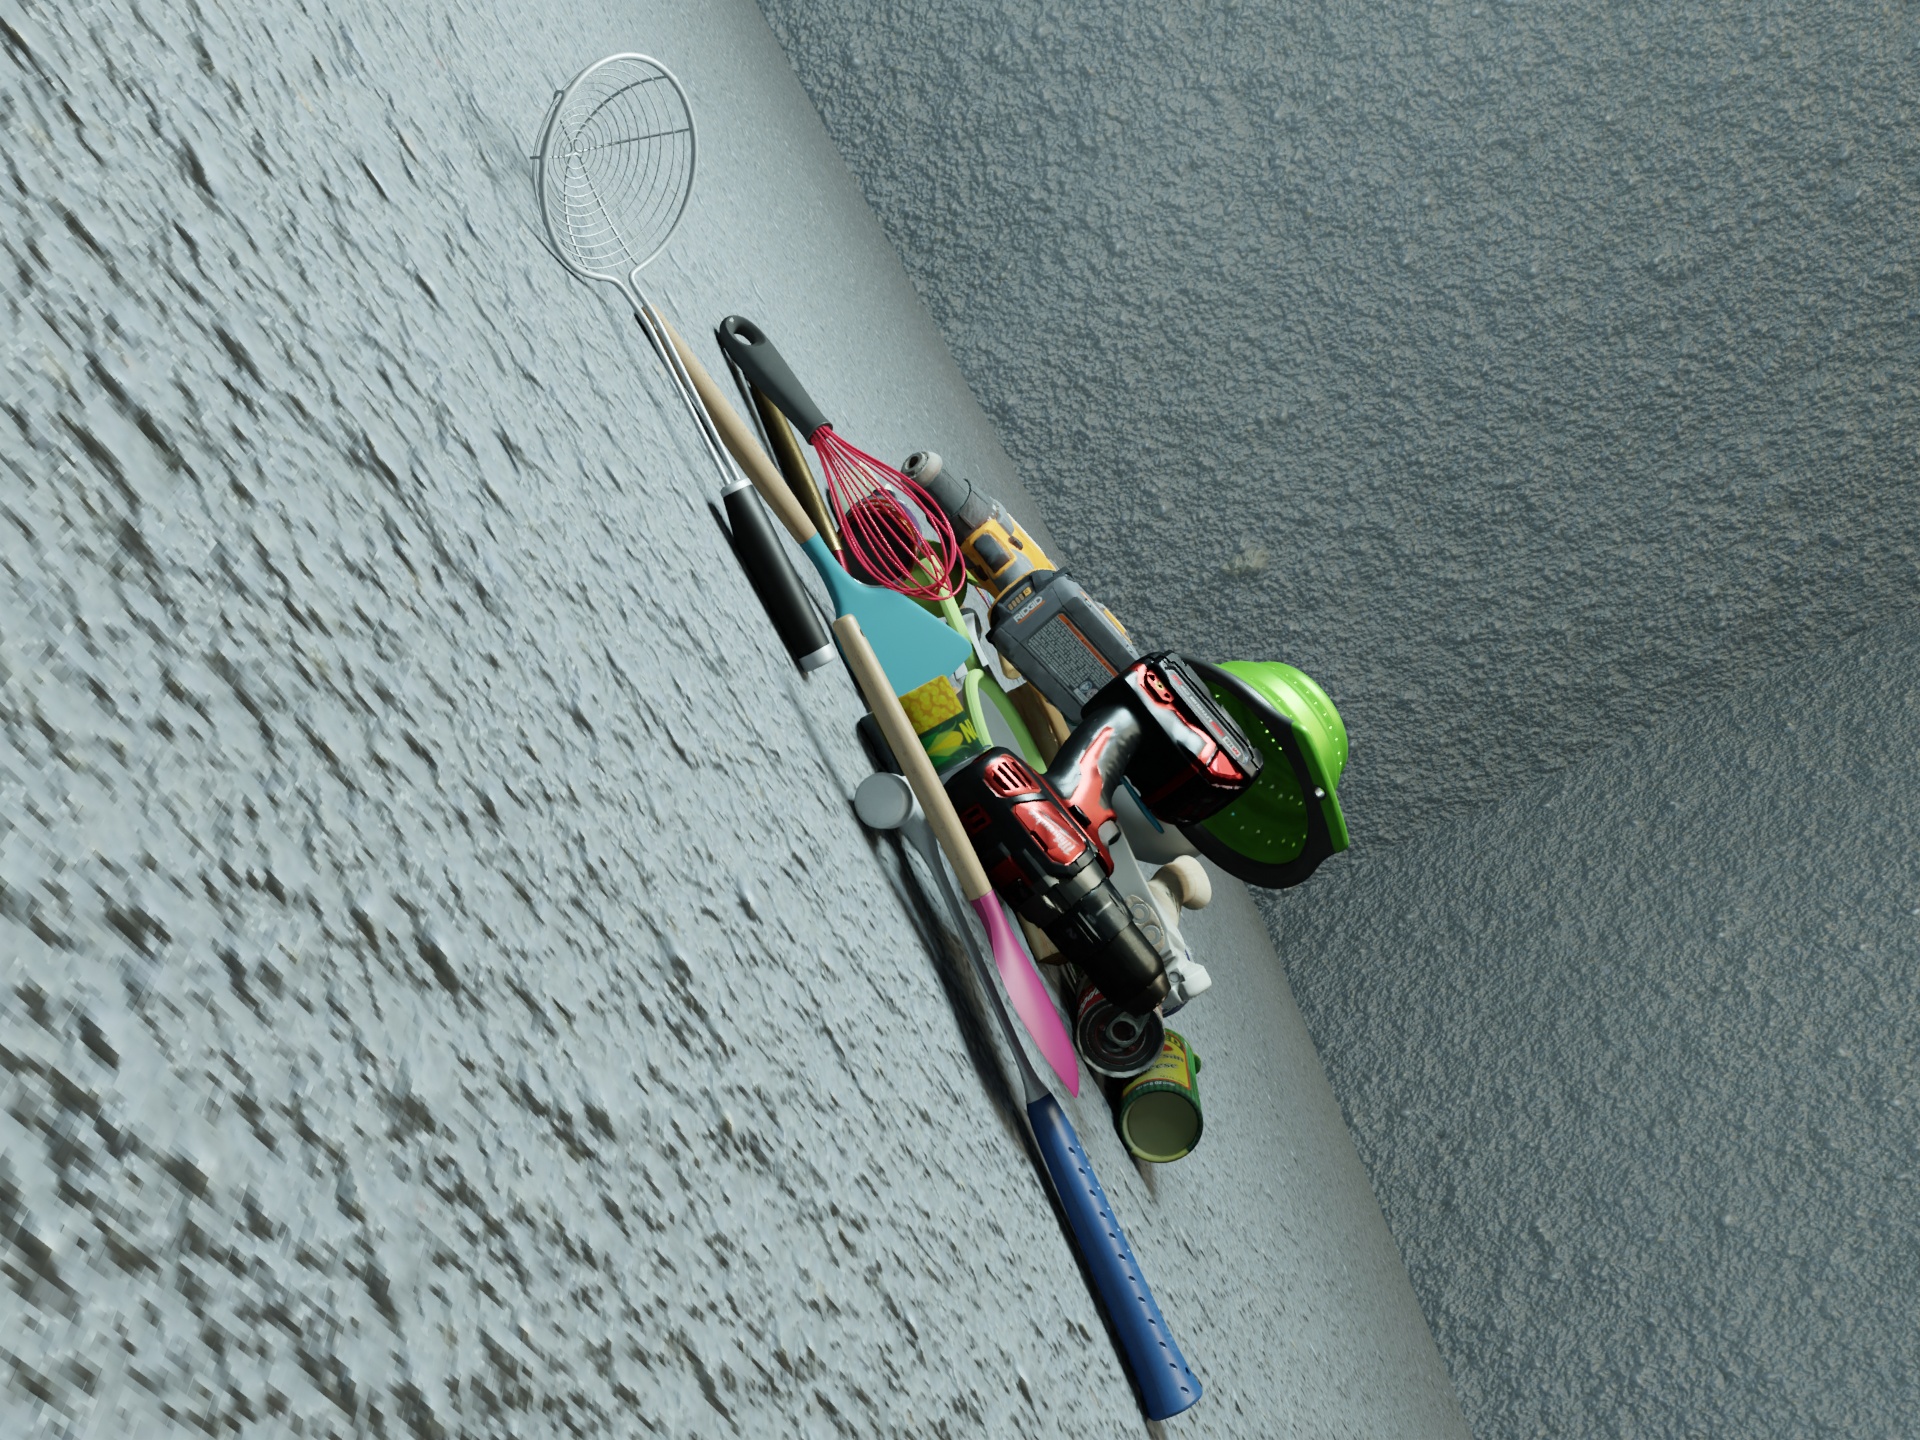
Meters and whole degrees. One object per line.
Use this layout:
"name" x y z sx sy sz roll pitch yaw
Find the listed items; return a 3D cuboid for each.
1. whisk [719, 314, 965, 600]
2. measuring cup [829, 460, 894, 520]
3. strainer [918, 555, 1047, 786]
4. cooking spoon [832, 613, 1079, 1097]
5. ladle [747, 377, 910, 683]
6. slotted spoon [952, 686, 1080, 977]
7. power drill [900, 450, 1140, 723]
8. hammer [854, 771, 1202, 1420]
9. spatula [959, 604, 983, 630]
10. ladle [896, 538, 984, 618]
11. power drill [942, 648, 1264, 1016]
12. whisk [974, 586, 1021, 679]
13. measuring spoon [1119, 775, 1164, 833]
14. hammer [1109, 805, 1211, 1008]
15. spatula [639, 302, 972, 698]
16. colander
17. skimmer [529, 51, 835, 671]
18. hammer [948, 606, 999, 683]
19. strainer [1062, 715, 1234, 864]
"whisk" -0.093 -0.198 1.172 0.296 0.073 0.073 52 6 19
"measuring cup" -0.078 -0.184 1.381 0.083 0.038 0.168 62 8 -10
"strainer" -0.002 -0.004 1.202 0.257 0.069 0.151 68 14 20
"cooking spoon" 0.001 0.081 0.948 0.319 0.017 0.069 63 9 -4
"ladle" -0.103 -0.145 1.187 0.316 0.031 0.069 65 8 21
"slotted spoon" 0.062 0.111 1.366 0.314 0.031 0.070 63 10 8
"power drill" 0.040 -0.116 1.269 0.185 0.084 0.226 43 10 -36
"hammer" 0.045 0.220 0.975 0.406 0.035 0.144 65 10 11
"spatula" -0.033 -0.137 1.540 0.060 0.018 0.315 66 11 22
"ladle" 0.014 -0.121 1.481 0.078 0.062 0.320 45 14 15
"power drill" 0.108 0.069 1.036 0.188 0.080 0.227 51 45 4
"whisk" 0.035 -0.124 1.608 0.051 0.047 0.245 58 13 -38
"measuring spoon" 0.128 0.060 1.267 0.042 0.021 0.129 44 7 -32
"hammer" 0.162 0.129 1.279 0.146 0.038 0.410 63 10 7
"spatula" -0.112 -0.144 1.065 0.317 0.082 0.044 54 -13 -22
"colander" 0.189 0.015 1.307 0.397 0.094 0.204 8 -55 58
"skimmer" -0.143 -0.203 0.943 0.127 0.090 0.363 -34 102 -47
"hammer" 0.080 0.046 1.600 0.336 0.034 0.127 59 10 -25
"strainer" 0.190 0.096 1.579 0.211 0.095 0.340 33 1 34
